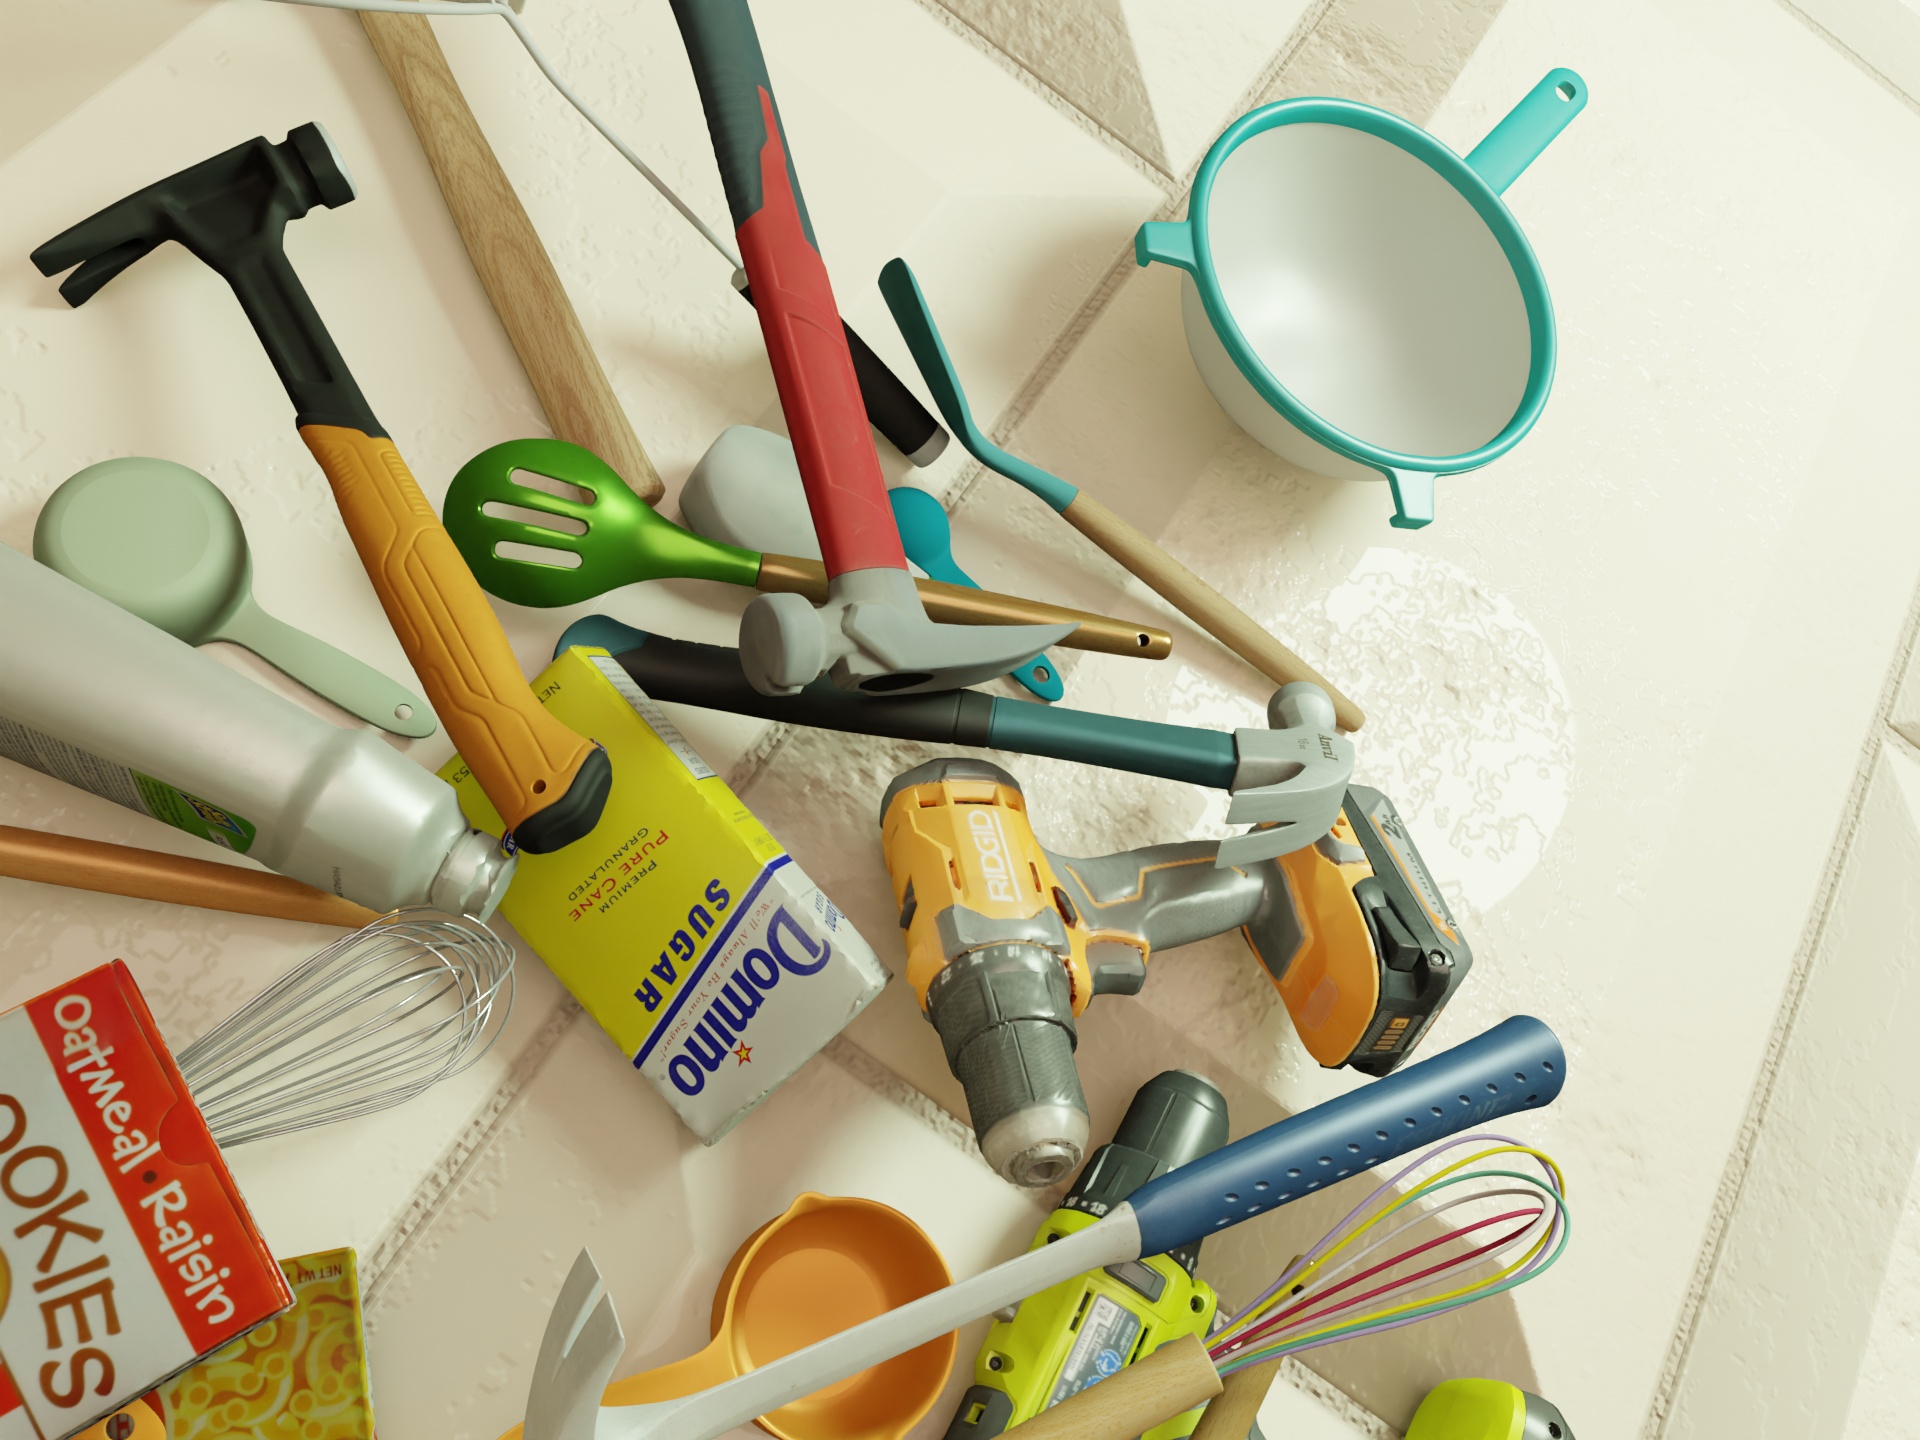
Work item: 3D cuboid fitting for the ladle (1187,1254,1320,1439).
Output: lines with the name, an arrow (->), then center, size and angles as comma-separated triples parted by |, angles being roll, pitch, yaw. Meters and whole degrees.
ladle -> 0.046, 0.311, 0.527 | 0.069, 0.031, 0.315 | 38, 60, 3

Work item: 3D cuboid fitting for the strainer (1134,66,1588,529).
strainer -> 0.230, -0.244, 0.848 | 0.211, 0.095, 0.340 | 45, 61, -2

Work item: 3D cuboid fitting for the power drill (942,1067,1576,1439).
power drill -> 0.122, 0.267, 0.625 | 0.228, 0.080, 0.191 | 33, 63, -2

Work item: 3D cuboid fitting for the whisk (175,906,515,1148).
whisk -> -0.286, 0.143, 0.541 | 0.284, 0.070, 0.070 | -26, 81, -21

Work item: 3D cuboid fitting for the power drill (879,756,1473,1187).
power drill -> 0.088, 0.099, 0.644 | 0.226, 0.084, 0.186 | 3, 42, -17

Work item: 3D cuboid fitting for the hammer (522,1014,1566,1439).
hammer -> 0.050, 0.178, 0.551 | 0.405, 0.144, 0.035 | -15, 37, -24

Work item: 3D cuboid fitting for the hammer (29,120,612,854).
hammer -> -0.233, -0.088, 0.607 | 0.127, 0.034, 0.337 | -30, 71, -12

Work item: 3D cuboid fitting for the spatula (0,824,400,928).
spatula -> -0.350, 0.033, 0.531 | 0.322, 0.041, 0.081 | 15, 44, -28

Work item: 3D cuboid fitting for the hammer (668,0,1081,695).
hammer -> -0.062, -0.195, 0.667 | 0.143, 0.038, 0.386 | -5, 71, -35

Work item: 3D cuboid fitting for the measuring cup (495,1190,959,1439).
measuring cup -> -0.087, 0.235, 0.577 | 0.173, 0.052, 0.095 | -15, 76, -22

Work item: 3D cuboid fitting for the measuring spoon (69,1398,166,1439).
measuring spoon -> -0.300, 0.199, 0.493 | 0.117, 0.011, 0.021 | 30, 64, -3

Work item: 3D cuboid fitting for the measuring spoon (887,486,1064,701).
measuring spoon -> 0.006, -0.060, 0.737 | 0.042, 0.021, 0.128 | -40, 86, -27

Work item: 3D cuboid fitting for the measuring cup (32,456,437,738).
measuring cup -> -0.279, -0.043, 0.621 | 0.167, 0.038, 0.083 | 31, 63, -4

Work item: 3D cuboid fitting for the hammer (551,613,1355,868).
hammer -> -0.001, -0.002, 0.660 | 0.331, 0.033, 0.128 | 9, 26, 0

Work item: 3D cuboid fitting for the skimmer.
skimmer -> -0.158, -0.217, 0.692 | 0.090, 0.127, 0.363 | -43, 115, 13

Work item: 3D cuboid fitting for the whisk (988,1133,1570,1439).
whisk -> 0.108, 0.219, 0.560 | 0.245, 0.047, 0.051 | -26, 46, -5

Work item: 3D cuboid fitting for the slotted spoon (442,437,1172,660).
slotted spoon -> -0.059, -0.061, 0.672 | 0.313, 0.031, 0.070 | 10, 89, -11

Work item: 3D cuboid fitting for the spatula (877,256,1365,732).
spatula -> 0.078, -0.097, 0.753 | 0.317, 0.082, 0.044 | 36, 89, -12

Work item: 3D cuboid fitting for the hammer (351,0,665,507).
hammer -> -0.216, -0.238, 0.723 | 0.130, 0.031, 0.331 | -23, 79, -25
